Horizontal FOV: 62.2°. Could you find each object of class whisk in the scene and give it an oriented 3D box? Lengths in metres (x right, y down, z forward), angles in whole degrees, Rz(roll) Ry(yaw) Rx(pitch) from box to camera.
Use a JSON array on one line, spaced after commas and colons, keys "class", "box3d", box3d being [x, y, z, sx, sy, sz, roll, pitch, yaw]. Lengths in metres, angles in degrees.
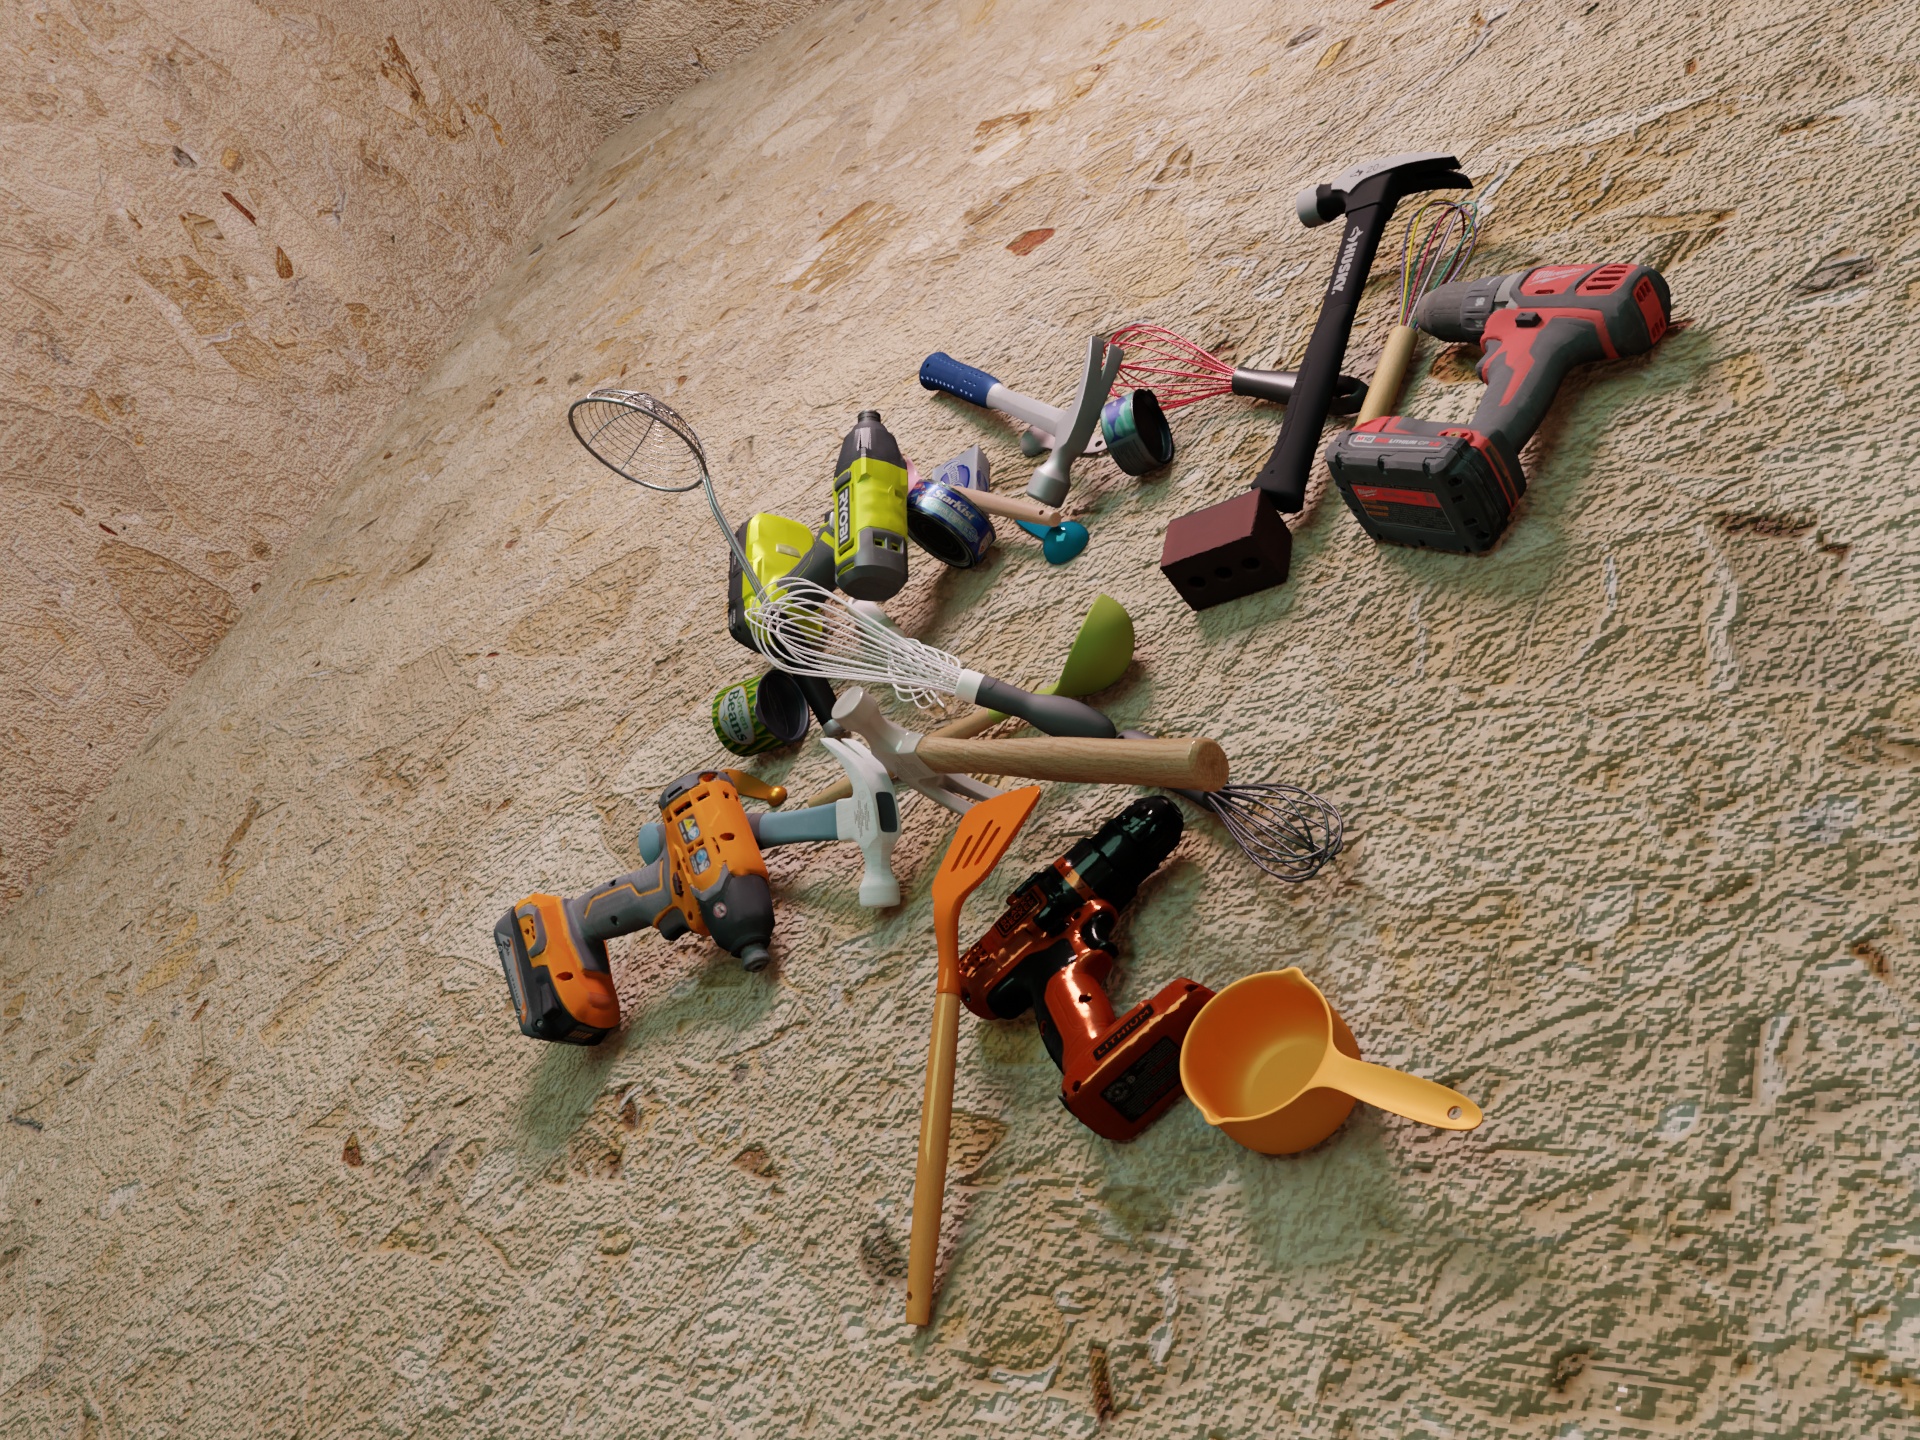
[{"class": "whisk", "box3d": [0.161, 0.044, 1.001, 0.055, 0.055, 0.239, -47, 29, -6]}, {"class": "whisk", "box3d": [-0.024, -0.035, 1.145, 0.284, 0.070, 0.070, 19, 59, 9]}, {"class": "whisk", "box3d": [0.217, -0.281, 1.307, 0.073, 0.073, 0.296, -51, 40, -13]}, {"class": "whisk", "box3d": [0.349, -0.308, 1.213, 0.051, 0.047, 0.245, 0, 56, 45]}, {"class": "whisk", "box3d": [-0.056, -0.067, 1.357, 0.058, 0.059, 0.247, -32, 27, -6]}]

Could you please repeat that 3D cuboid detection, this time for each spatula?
[{"class": "spatula", "box3d": [-0.002, 0.190, 0.951, 0.081, 0.041, 0.323, -23, 55, 52]}]

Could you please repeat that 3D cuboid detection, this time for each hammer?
[{"class": "hammer", "box3d": [0.040, -0.309, 1.498, 0.144, 0.035, 0.406, -65, 25, 10]}, {"class": "hammer", "box3d": [0.286, -0.297, 1.203, 0.146, 0.035, 0.335, -4, 56, 45]}, {"class": "hammer", "box3d": [0.048, 0.027, 1.042, 0.331, 0.130, 0.031, 1, 53, 54]}, {"class": "hammer", "box3d": [-0.161, 0.090, 1.267, 0.331, 0.033, 0.128, -11, 79, 47]}]

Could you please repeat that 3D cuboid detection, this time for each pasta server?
[{"class": "pasta server", "box3d": [-0.013, -0.207, 1.431, 0.316, 0.040, 0.060, 24, 83, 53]}]

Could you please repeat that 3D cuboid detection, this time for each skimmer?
[{"class": "skimmer", "box3d": [-0.217, -0.132, 1.370, 0.090, 0.363, 0.127, -26, -12, -22]}]

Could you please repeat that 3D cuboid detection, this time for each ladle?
[{"class": "ladle", "box3d": [-0.002, -0.004, 1.220, 0.320, 0.062, 0.078, -27, 10, 29]}]

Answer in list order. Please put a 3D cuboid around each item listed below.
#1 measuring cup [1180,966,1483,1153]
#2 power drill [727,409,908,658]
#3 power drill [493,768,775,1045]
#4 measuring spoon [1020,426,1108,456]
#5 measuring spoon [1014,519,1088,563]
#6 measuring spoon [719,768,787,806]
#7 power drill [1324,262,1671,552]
[{"class": "measuring cup", "box3d": [0.192, 0.186, 0.799, 0.174, 0.052, 0.095, 9, 59, 49]}, {"class": "power drill", "box3d": [-0.122, -0.161, 1.418, 0.223, 0.080, 0.171, -30, 55, 49]}, {"class": "power drill", "box3d": [-0.244, 0.163, 1.234, 0.226, 0.084, 0.164, -35, 60, 15]}, {"class": "measuring spoon", "box3d": [0.093, -0.254, 1.436, 0.034, 0.018, 0.124, -52, 33, -14]}, {"class": "measuring spoon", "box3d": [0.068, -0.170, 1.363, 0.042, 0.021, 0.129, -43, 34, 0]}, {"class": "measuring spoon", "box3d": [-0.186, 0.055, 1.384, 0.117, 0.011, 0.021, 15, 63, 53]}, {"class": "power drill", "box3d": [0.347, -0.226, 1.087, 0.227, 0.080, 0.188, -49, 33, -14]}]
